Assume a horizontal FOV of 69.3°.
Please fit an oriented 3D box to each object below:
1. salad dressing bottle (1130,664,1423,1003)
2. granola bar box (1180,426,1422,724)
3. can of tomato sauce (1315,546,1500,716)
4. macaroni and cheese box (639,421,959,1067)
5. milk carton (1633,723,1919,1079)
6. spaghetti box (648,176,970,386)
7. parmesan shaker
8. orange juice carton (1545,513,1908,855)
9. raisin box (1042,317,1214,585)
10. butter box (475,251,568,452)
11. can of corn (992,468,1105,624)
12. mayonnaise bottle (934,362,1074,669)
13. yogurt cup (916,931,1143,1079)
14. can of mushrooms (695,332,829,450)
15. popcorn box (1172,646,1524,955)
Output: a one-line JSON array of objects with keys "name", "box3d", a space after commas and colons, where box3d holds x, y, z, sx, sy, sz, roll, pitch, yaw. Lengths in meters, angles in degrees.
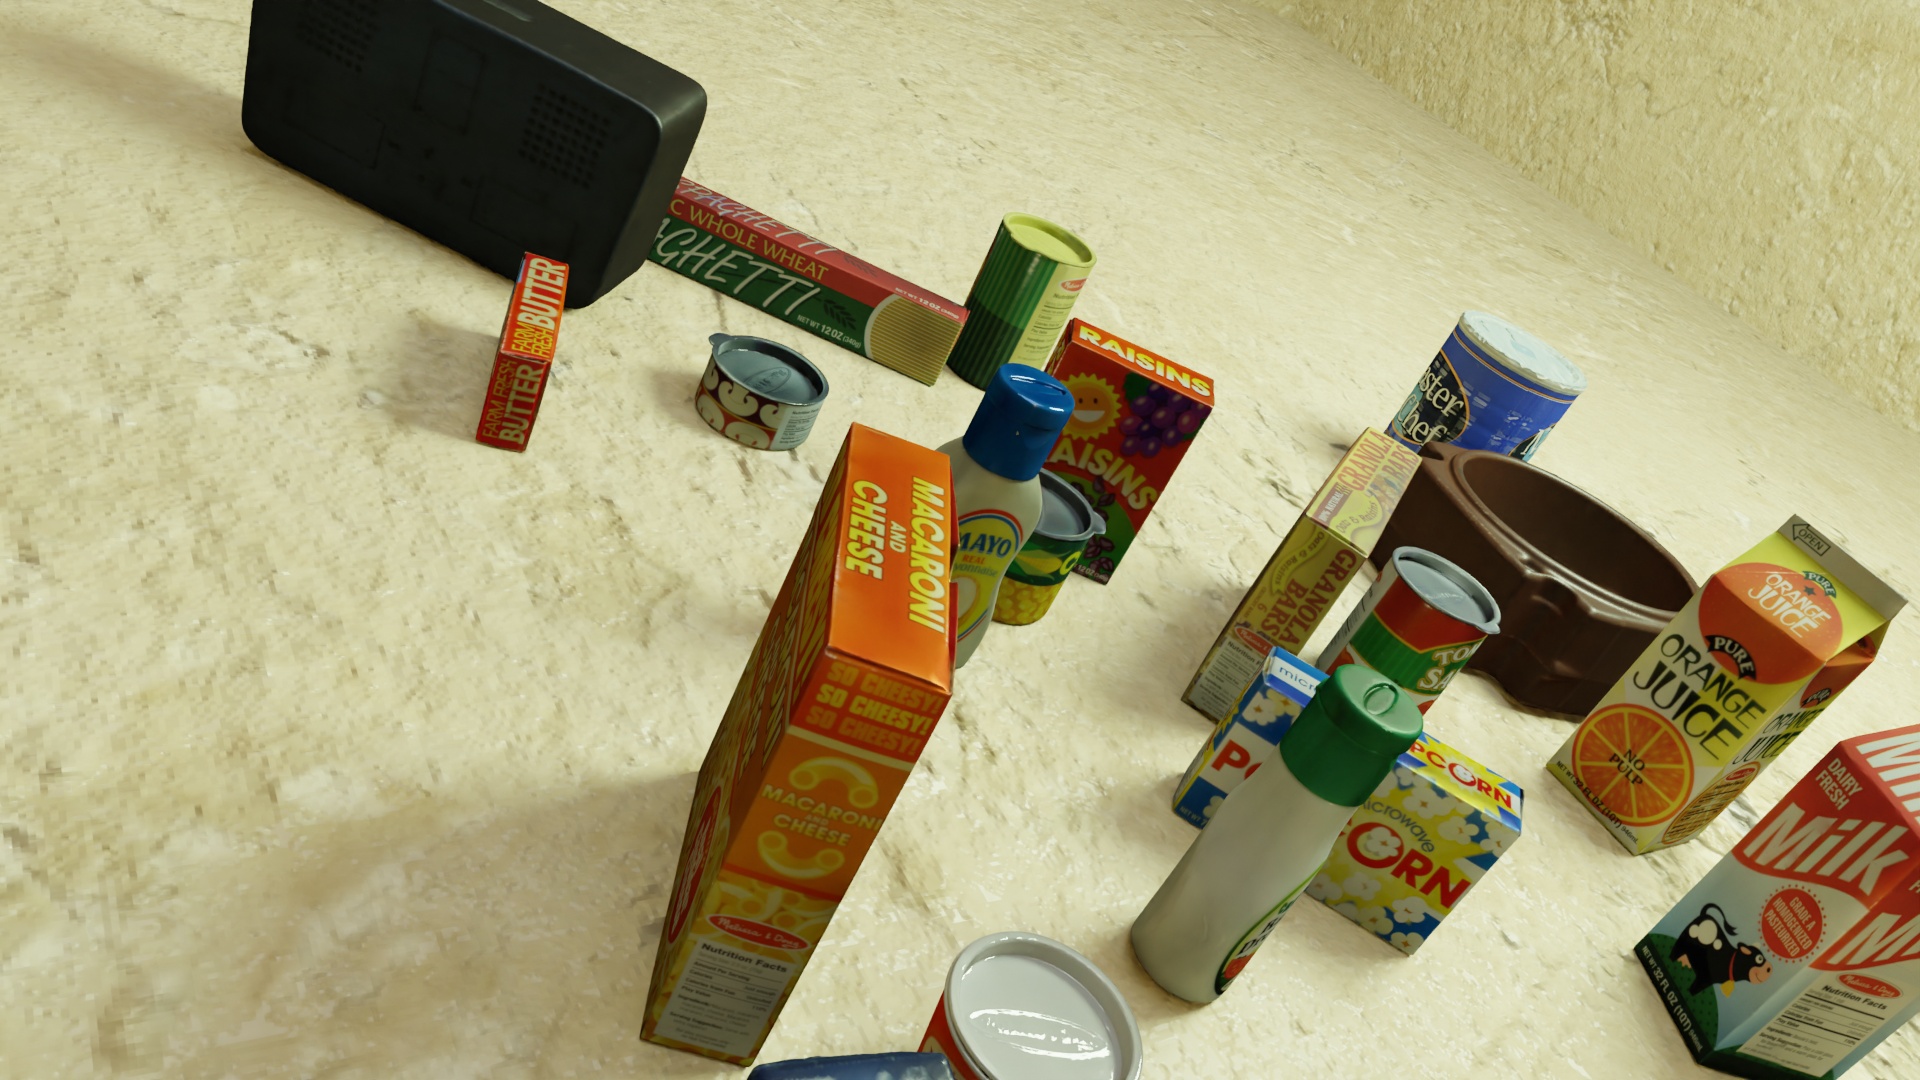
[{"name": "salad dressing bottle", "box3d": [0.117, 0.111, 0.521, 0.044, 0.147, 0.064, 40, 32, 20]}, {"name": "granola bar box", "box3d": [0.185, 0.017, 0.744, 0.039, 0.123, 0.166, 34, 31, 12]}, {"name": "can of tomato sauce", "box3d": [0.249, 0.057, 0.774, 0.071, 0.082, 0.071, 20, 31, -12]}, {"name": "macaroni and cheese box", "box3d": [-0.050, 0.063, 0.443, 0.040, 0.165, 0.124, 20, 31, -13]}, {"name": "milk carton", "box3d": [0.409, 0.162, 0.633, 0.073, 0.189, 0.073, 20, 31, -13]}, {"name": "spaghetti box", "box3d": [-0.118, -0.171, 0.866, 0.250, 0.050, 0.029, 24, 30, -6]}, {"name": "parmesan shaker", "box3d": [0.035, -0.153, 0.908, 0.071, 0.102, 0.072, 20, 30, -12]}, {"name": "orange juice carton", "box3d": [0.424, 0.081, 0.768, 0.073, 0.191, 0.072, 1, 39, -39]}, {"name": "raisin box", "box3d": [0.071, -0.047, 0.753, 0.086, 0.122, 0.040, 24, 30, -6]}, {"name": "butter box", "box3d": [-0.210, -0.092, 0.668, 0.024, 0.053, 0.104, 15, 32, -21]}, {"name": "can of corn", "box3d": [0.030, 0.002, 0.709, 0.071, 0.058, 0.071, 20, 31, -12]}, {"name": "mayonnaise bottle", "box3d": [0.002, -0.008, 0.612, 0.065, 0.147, 0.041, 9, 34, -29]}, {"name": "yogurt cup", "box3d": [0.017, 0.169, 0.446, 0.072, 0.053, 0.073, 20, 31, -12]}, {"name": "can of mushrooms", "box3d": [-0.109, -0.081, 0.751, 0.071, 0.033, 0.071, 20, 31, -12]}, {"name": "popcorn box", "box3d": [0.171, 0.116, 0.619, 0.127, 0.084, 0.038, 31, 30, 6]}]
